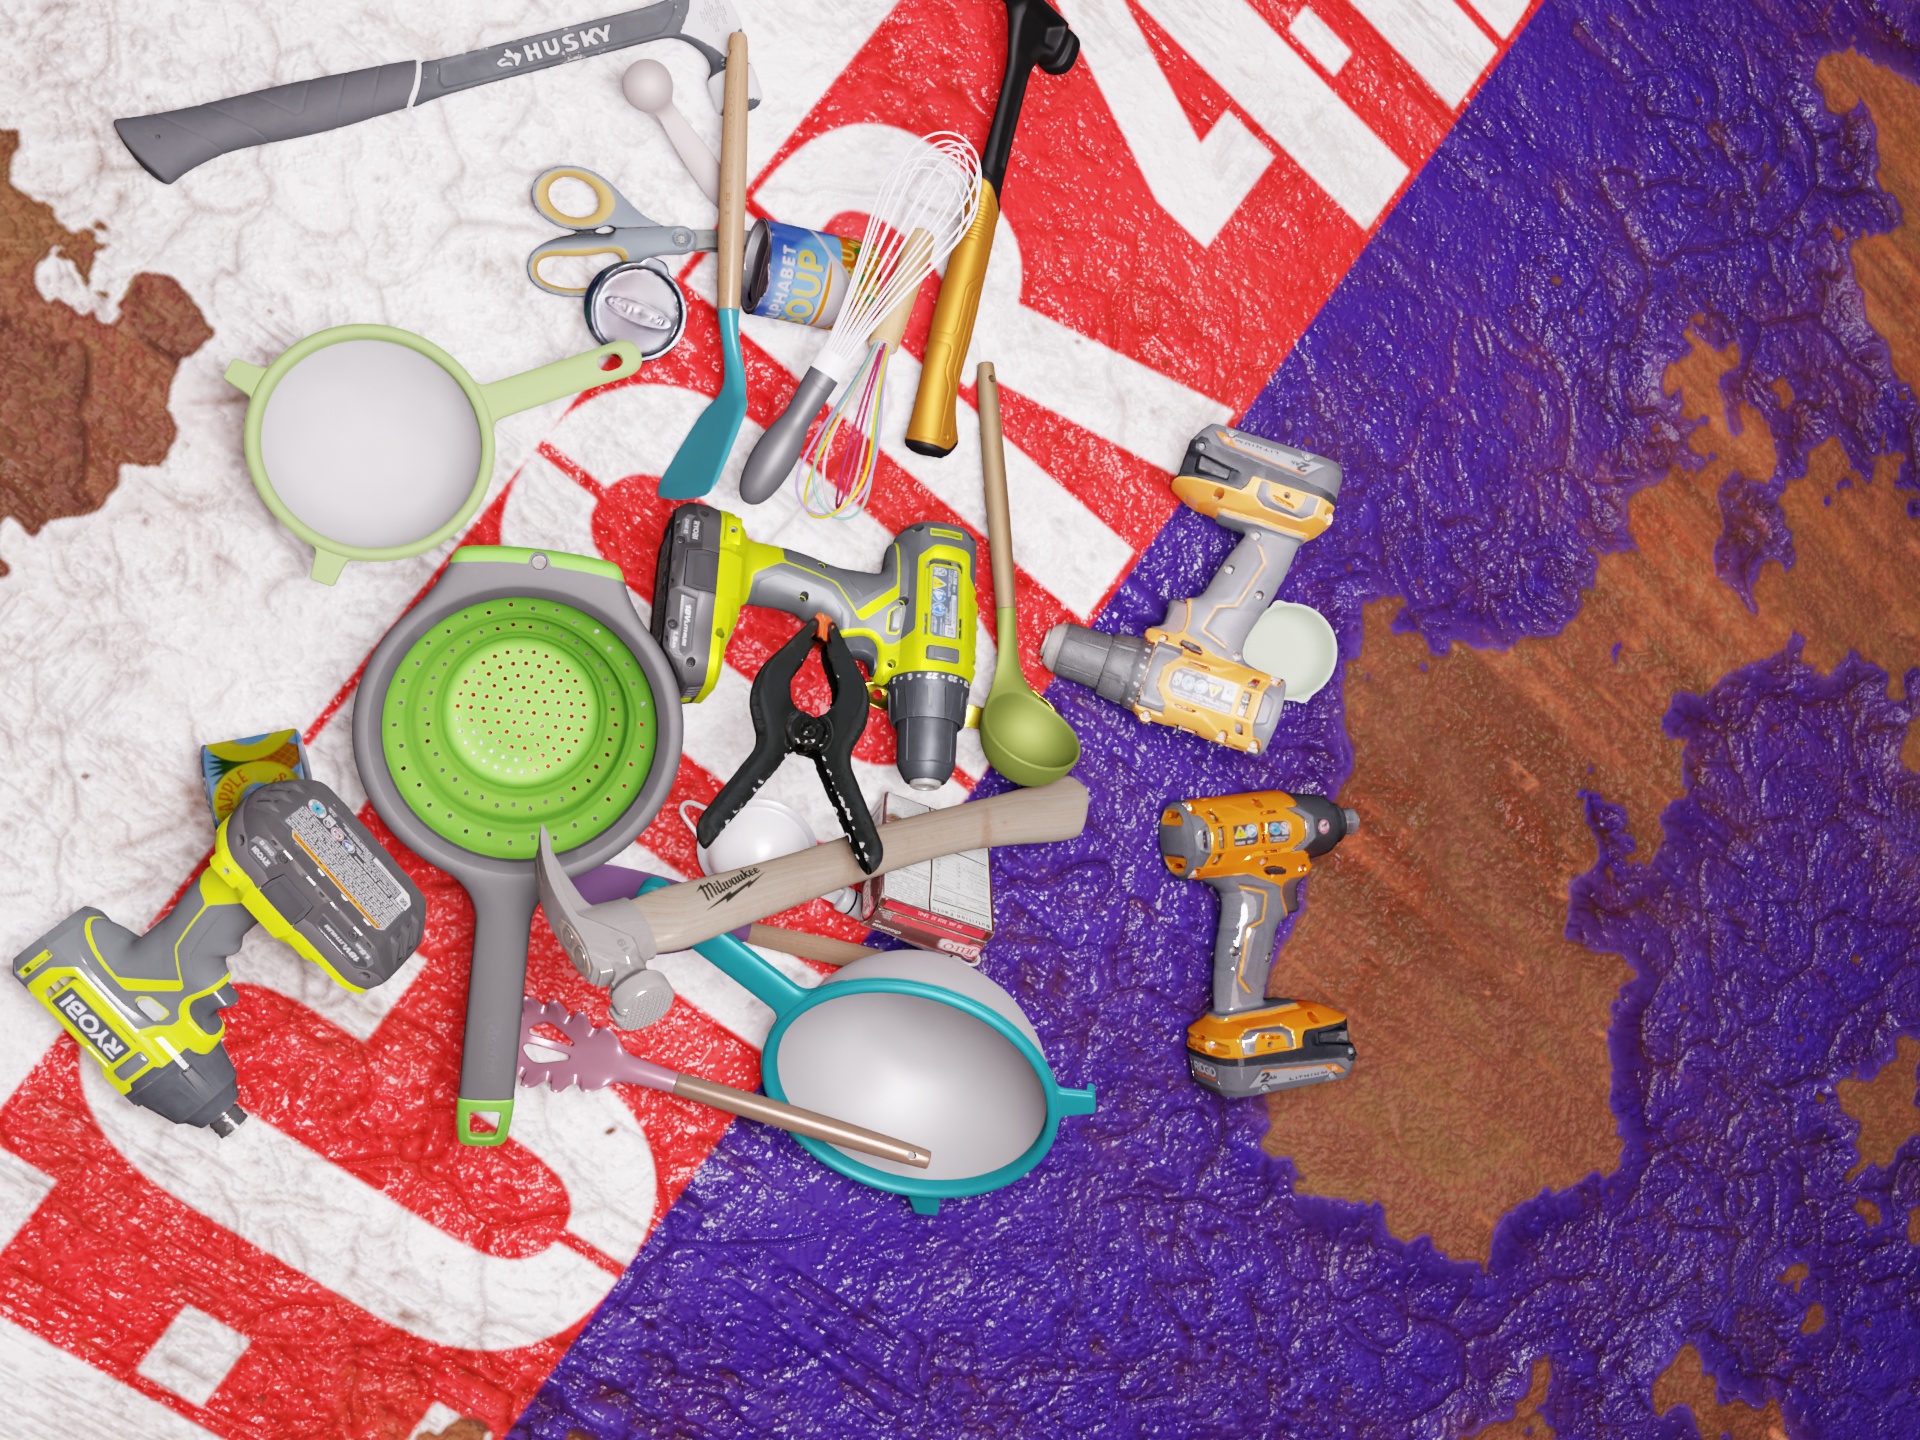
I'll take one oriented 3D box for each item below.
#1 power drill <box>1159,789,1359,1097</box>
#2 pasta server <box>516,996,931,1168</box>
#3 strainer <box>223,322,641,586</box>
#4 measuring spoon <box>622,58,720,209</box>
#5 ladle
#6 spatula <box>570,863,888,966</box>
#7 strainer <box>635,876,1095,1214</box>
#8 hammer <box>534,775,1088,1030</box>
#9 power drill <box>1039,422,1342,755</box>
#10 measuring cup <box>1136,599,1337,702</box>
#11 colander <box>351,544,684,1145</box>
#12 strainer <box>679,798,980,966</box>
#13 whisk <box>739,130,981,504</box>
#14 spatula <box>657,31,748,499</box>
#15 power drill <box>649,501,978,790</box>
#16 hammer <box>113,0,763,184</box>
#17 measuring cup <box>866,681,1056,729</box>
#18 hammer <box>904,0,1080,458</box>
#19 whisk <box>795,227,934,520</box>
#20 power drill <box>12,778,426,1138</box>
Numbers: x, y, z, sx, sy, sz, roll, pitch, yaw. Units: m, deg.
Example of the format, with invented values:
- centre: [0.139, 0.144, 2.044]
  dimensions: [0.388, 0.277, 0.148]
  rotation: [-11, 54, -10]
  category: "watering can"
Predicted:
- centre: [0.248, 0.168, 1.249]
  dimensions: [0.164, 0.084, 0.226]
  rotation: [-6, 90, -18]
  category: "power drill"
- centre: [-0.171, 0.259, 1.101]
  dimensions: [0.316, 0.040, 0.060]
  rotation: [18, 78, -2]
  category: "pasta server"
- centre: [-0.335, -0.197, 1.050]
  dimensions: [0.256, 0.069, 0.151]
  rotation: [-24, 97, -16]
  category: "strainer"
- centre: [-0.186, -0.396, 1.092]
  dimensions: [0.034, 0.018, 0.124]
  rotation: [-36, 129, 3]
  category: "measuring spoon"
- centre: [0.039, -0.110, 1.165]
  dimensions: [0.078, 0.062, 0.320]
  rotation: [0, 83, -35]
  category: "ladle"
- centre: [-0.131, 0.162, 1.157]
  dimensions: [0.315, 0.018, 0.060]
  rotation: [15, 91, -17]
  category: "spatula"
- centre: [-0.077, 0.196, 1.118]
  dimensions: [0.340, 0.095, 0.211]
  rotation: [39, 123, -13]
  category: "strainer"
- centre: [-0.079, 0.088, 1.073]
  dimensions: [0.410, 0.146, 0.038]
  rotation: [-13, 139, -38]
  category: "hammer"
- centre: [0.176, -0.105, 1.205]
  dimensions: [0.185, 0.084, 0.226]
  rotation: [18, 86, 5]
  category: "power drill"
- centre: [0.213, -0.041, 1.255]
  dimensions: [0.167, 0.038, 0.083]
  rotation: [-17, 94, -6]
  category: "measuring cup"
- centre: [-0.301, 0.081, 1.063]
  dimensions: [0.204, 0.094, 0.397]
  rotation: [6, 97, -17]
  category: "colander"
- centre: [-0.090, 0.127, 1.153]
  dimensions: [0.258, 0.050, 0.087]
  rotation: [28, 114, -23]
  category: "strainer"
- centre: [-0.072, -0.269, 1.076]
  dimensions: [0.070, 0.070, 0.284]
  rotation: [31, 95, -17]
  category: "whisk"
- centre: [-0.167, -0.310, 1.090]
  dimensions: [0.044, 0.082, 0.317]
  rotation: [-1, 96, -36]
  category: "spatula"
- centre: [-0.097, -0.055, 1.110]
  dimensions: [0.228, 0.080, 0.191]
  rotation: [8, 72, -18]
  category: "power drill"
- centre: [-0.344, -0.433, 1.056]
  dimensions: [0.409, 0.036, 0.149]
  rotation: [-21, 97, -16]
  category: "hammer"
- centre: [-0.002, -0.004, 1.193]
  dimensions: [0.156, 0.029, 0.062]
  rotation: [14, 83, -8]
  category: "measuring cup"
- centre: [0.009, -0.358, 1.150]
  dimensions: [0.127, 0.034, 0.337]
  rotation: [9, 95, -57]
  category: "hammer"
- centre: [-0.058, -0.247, 1.128]
  dimensions: [0.051, 0.047, 0.245]
  rotation: [25, 69, -21]
  category: "whisk"
- centre: [-0.451, 0.153, 0.987]
  dimensions: [0.223, 0.080, 0.171]
  rotation: [-34, 102, 15]
  category: "power drill"
